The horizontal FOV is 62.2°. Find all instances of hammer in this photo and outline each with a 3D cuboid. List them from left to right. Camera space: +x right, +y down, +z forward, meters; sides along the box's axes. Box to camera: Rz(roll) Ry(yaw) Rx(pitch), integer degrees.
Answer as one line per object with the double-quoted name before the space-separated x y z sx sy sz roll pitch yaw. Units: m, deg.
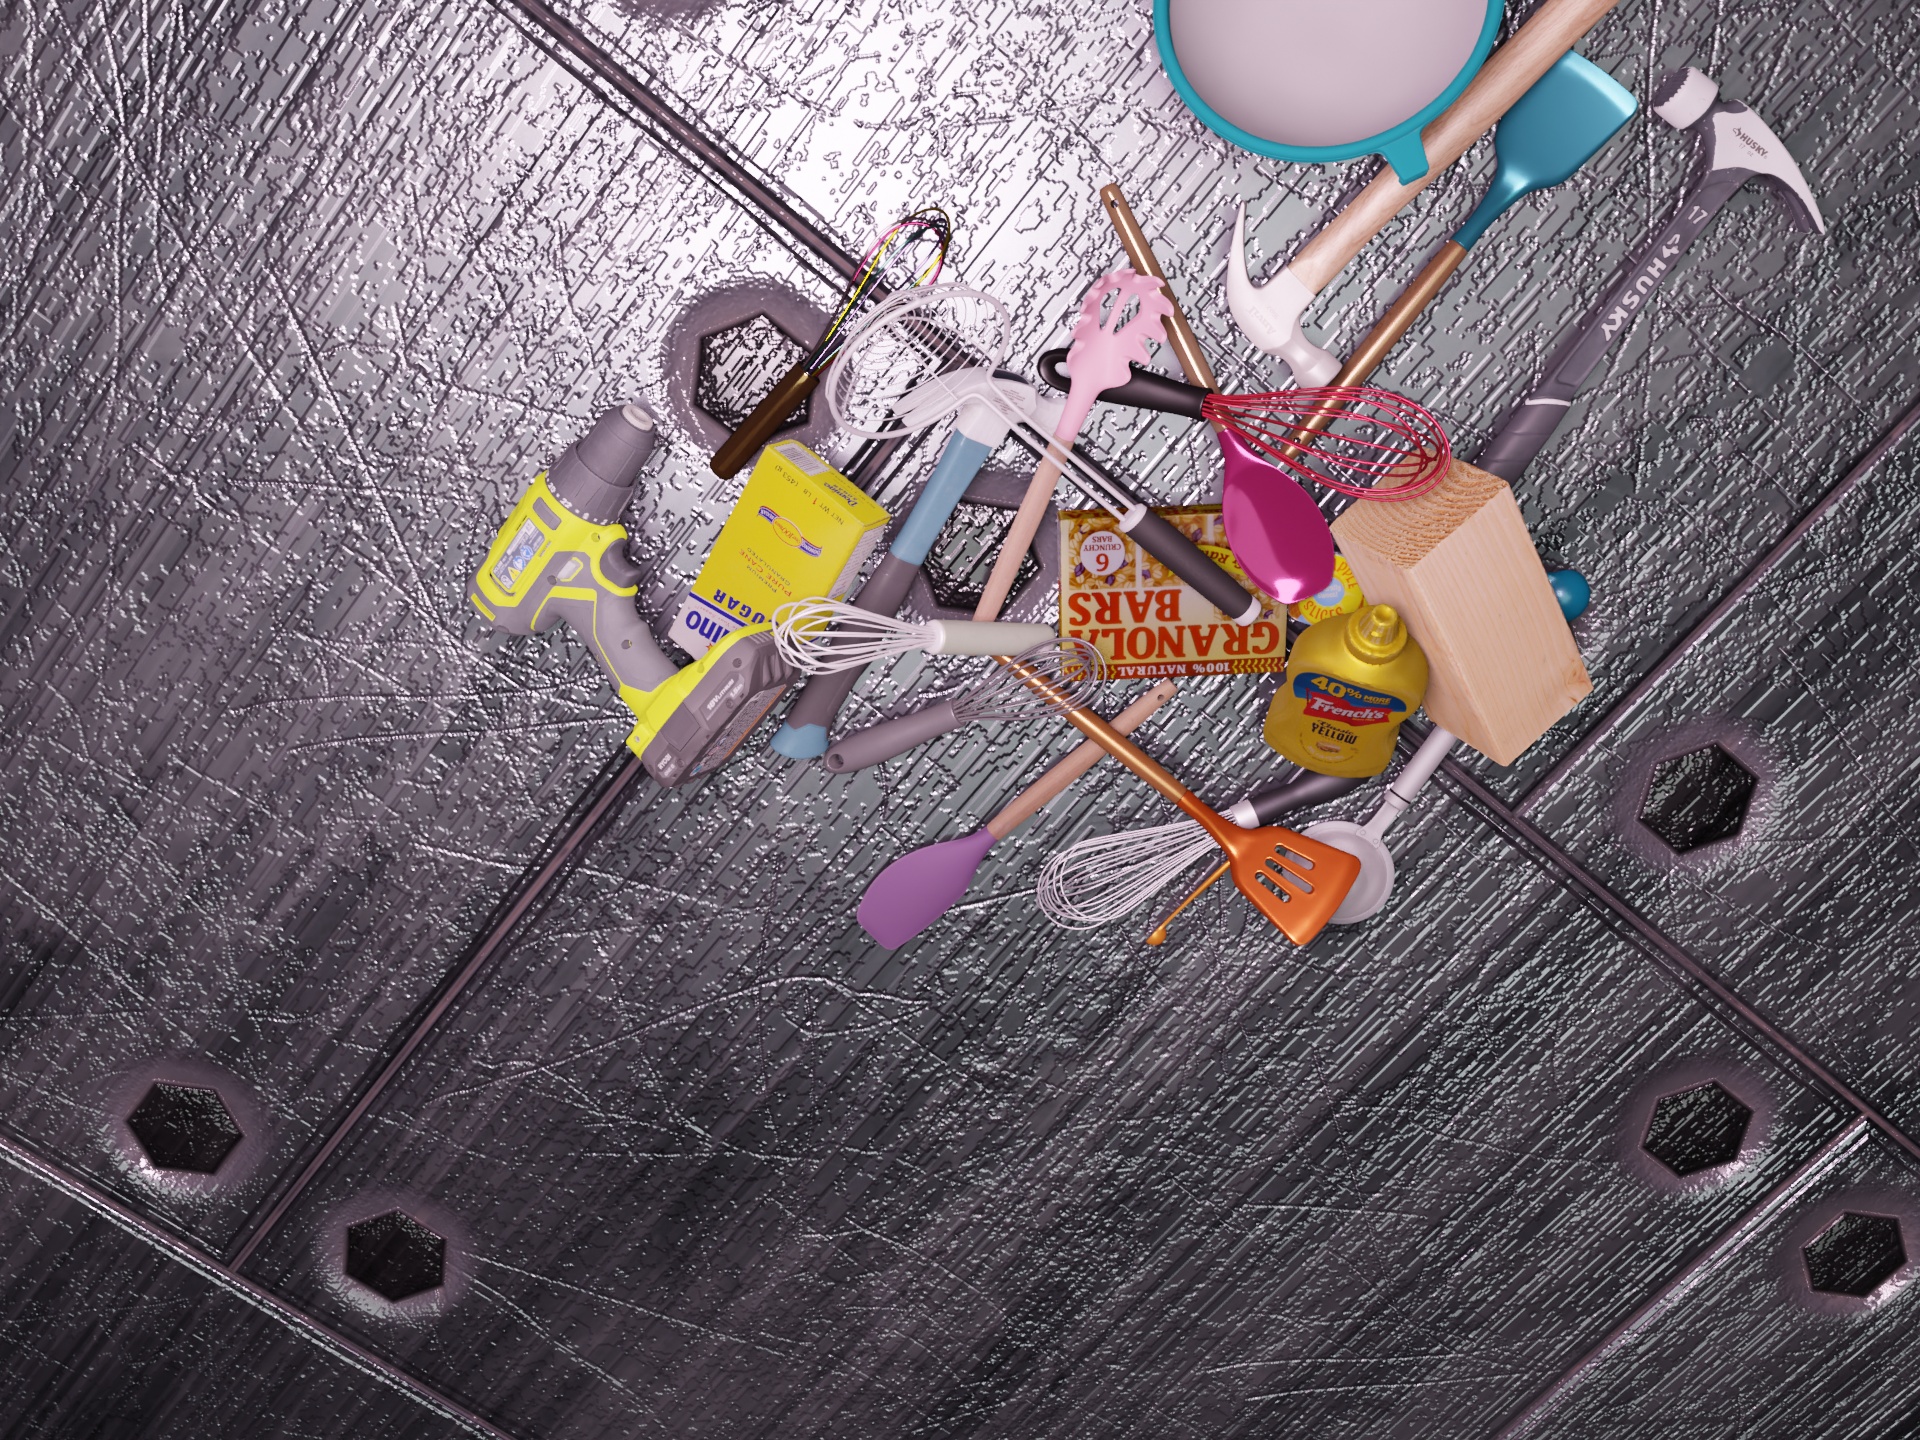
"hammer" -0.045 -0.107 1.153 0.128 0.033 0.331 16 116 -37
"hammer" 0.310 -0.380 1.058 0.130 0.031 0.331 44 110 -5
"hammer" 0.435 -0.240 1.131 0.149 0.036 0.409 31 106 -12

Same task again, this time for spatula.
"spatula" 0.043 0.070 1.239 0.316 0.018 0.059 -40 104 13
"spatula" 0.148 0.040 1.186 0.322 0.041 0.081 38 82 1
"spatula" 0.325 -0.310 1.100 0.082 0.044 0.317 41 107 11

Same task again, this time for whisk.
"whisk" -0.092 -0.262 1.114 0.245 0.051 0.047 -44 84 17
"whisk" -0.026 -0.059 1.120 0.246 0.059 0.057 -1 140 -40
"whisk" -0.001 -0.003 1.178 0.239 0.055 0.055 -21 109 24
"whisk" 0.190 0.088 1.232 0.284 0.070 0.070 -23 108 1
"whisk" 0.184 -0.209 1.073 0.296 0.073 0.073 19 110 23

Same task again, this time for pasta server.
"pasta server" 0.063 -0.172 1.112 0.060 0.040 0.316 18 121 -12

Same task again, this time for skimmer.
"skimmer" 0.072 -0.155 1.054 0.363 0.090 0.127 36 120 -23

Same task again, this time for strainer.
"strainer" 0.174 -0.464 1.027 0.340 0.095 0.211 20 91 14
"strainer" 0.333 0.068 1.234 0.087 0.050 0.258 34 102 3

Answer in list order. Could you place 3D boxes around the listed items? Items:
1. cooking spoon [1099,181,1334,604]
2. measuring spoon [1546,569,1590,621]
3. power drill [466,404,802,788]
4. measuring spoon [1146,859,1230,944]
"cooking spoon" 0.175 -0.227 1.111 0.069 0.017 0.319 -25 98 24
"measuring spoon" 0.418 -0.106 1.164 0.128 0.021 0.042 27 111 -28
"power drill" -0.222 -0.085 1.105 0.228 0.080 0.190 47 115 9
"measuring spoon" 0.190 0.139 1.259 0.011 0.021 0.117 45 108 7
